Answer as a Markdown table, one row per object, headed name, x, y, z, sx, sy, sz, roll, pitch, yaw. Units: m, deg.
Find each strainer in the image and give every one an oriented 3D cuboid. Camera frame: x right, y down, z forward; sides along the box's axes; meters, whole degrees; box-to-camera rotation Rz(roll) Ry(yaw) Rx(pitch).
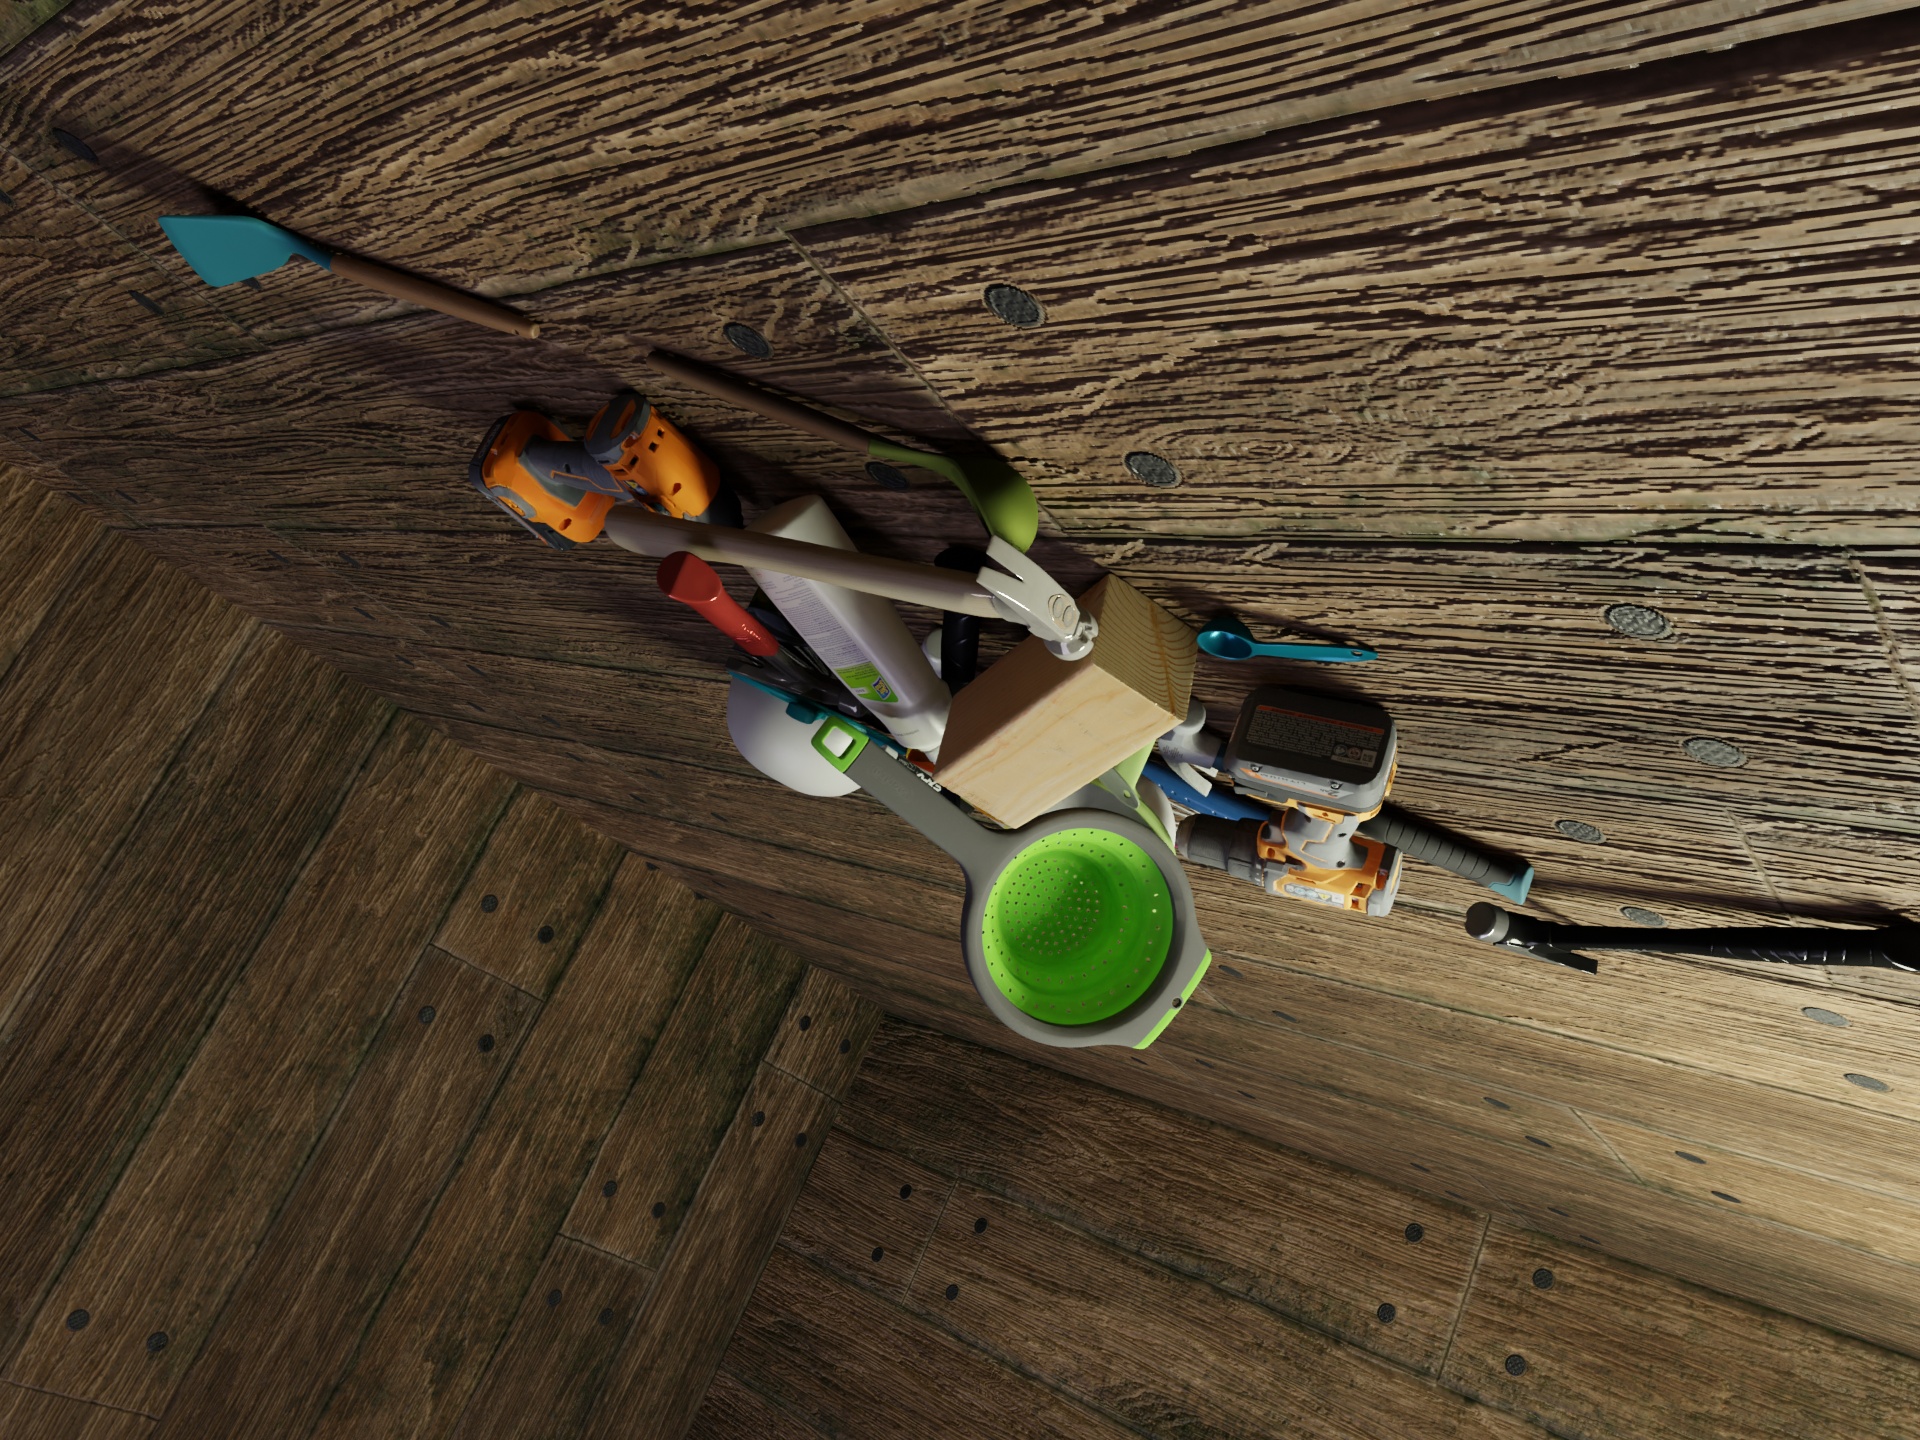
| name | x | y | z | sx | sy | sz | roll | pitch | yaw |
| --- | --- | --- | --- | --- | --- | --- | --- | --- | --- |
| strainer | -0.167 | 0.024 | 1.626 | 0.211 | 0.095 | 0.340 | 26 | 180 | -2 |
| strainer | 0.146 | 0.052 | 1.382 | 0.151 | 0.069 | 0.256 | 31 | 142 | 13 |

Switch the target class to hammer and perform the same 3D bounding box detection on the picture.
| name | x | y | z | sx | sy | sz | roll | pitch | yaw |
| --- | --- | --- | --- | --- | --- | --- | --- | --- | --- |
| hammer | 0.142 | 0.035 | 1.461 | 0.405 | 0.035 | 0.144 | 25 | 160 | 0 |
| hammer | -0.002 | -0.004 | 1.374 | 0.149 | 0.036 | 0.408 | 39 | 152 | 22 |
| hammer | -0.185 | -0.075 | 1.347 | 0.149 | 0.037 | 0.359 | 20 | 172 | 15 |
| hammer | 0.573 | 0.173 | 1.233 | 0.146 | 0.035 | 0.335 | 19 | 164 | -33 |
| hammer | -0.107 | -0.118 | 1.146 | 0.411 | 0.038 | 0.146 | 14 | 170 | 32 |
| hammer | 0.321 | 0.074 | 1.332 | 0.331 | 0.033 | 0.128 | 23 | 162 | 7 |

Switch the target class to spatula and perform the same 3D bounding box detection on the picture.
| name | x | y | z | sx | sy | sz | roll | pitch | yaw |
| --- | --- | --- | --- | --- | --- | --- | --- | --- | --- |
| spatula | -0.466 | -0.336 | 1.228 | 0.317 | 0.044 | 0.082 | 20 | 158 | 14 |

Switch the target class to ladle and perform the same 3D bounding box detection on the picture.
| name | x | y | z | sx | sy | sz | roll | pitch | yaw |
| --- | --- | --- | --- | --- | --- | --- | --- | --- | --- |
| ladle | -0.089 | -0.190 | 1.105 | 0.320 | 0.062 | 0.078 | 23 | 169 | 16 |

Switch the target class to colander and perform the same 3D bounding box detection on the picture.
| name | x | y | z | sx | sy | sz | roll | pitch | yaw |
| --- | --- | --- | --- | --- | --- | --- | --- | --- | --- |
| colander | 0.030 | 0.122 | 1.359 | 0.397 | 0.204 | 0.094 | 38 | 177 | -14 |

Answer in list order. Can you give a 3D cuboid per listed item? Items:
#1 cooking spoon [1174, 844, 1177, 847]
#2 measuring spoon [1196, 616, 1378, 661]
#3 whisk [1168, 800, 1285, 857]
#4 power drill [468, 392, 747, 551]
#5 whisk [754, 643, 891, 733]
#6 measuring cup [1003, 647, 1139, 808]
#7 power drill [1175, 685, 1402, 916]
| name | x | y | z | sx | sy | sz | roll | pitch | yaw |
| --- | --- | --- | --- | --- | --- | --- | --- | --- | --- |
| cooking spoon | 0.126 | 0.100 | 1.612 | 0.068 | 0.017 | 0.319 | 11 | -179 | -24 |
| measuring spoon | 0.230 | -0.058 | 1.117 | 0.129 | 0.021 | 0.042 | 6 | 156 | 26 |
| whisk | 0.243 | 0.102 | 1.507 | 0.246 | 0.058 | 0.059 | 18 | 132 | 11 |
| power drill | -0.288 | -0.195 | 1.331 | 0.226 | 0.084 | 0.164 | 4 | 153 | 41 |
| whisk | -0.138 | -0.041 | 1.626 | 0.055 | 0.055 | 0.238 | 8 | 160 | 45 |
| measuring cup | 0.100 | 0.002 | 1.315 | 0.168 | 0.038 | 0.083 | 49 | 140 | 10 |
| power drill | 0.255 | 0.069 | 1.257 | 0.185 | 0.084 | 0.226 | 12 | 149 | 21 |
